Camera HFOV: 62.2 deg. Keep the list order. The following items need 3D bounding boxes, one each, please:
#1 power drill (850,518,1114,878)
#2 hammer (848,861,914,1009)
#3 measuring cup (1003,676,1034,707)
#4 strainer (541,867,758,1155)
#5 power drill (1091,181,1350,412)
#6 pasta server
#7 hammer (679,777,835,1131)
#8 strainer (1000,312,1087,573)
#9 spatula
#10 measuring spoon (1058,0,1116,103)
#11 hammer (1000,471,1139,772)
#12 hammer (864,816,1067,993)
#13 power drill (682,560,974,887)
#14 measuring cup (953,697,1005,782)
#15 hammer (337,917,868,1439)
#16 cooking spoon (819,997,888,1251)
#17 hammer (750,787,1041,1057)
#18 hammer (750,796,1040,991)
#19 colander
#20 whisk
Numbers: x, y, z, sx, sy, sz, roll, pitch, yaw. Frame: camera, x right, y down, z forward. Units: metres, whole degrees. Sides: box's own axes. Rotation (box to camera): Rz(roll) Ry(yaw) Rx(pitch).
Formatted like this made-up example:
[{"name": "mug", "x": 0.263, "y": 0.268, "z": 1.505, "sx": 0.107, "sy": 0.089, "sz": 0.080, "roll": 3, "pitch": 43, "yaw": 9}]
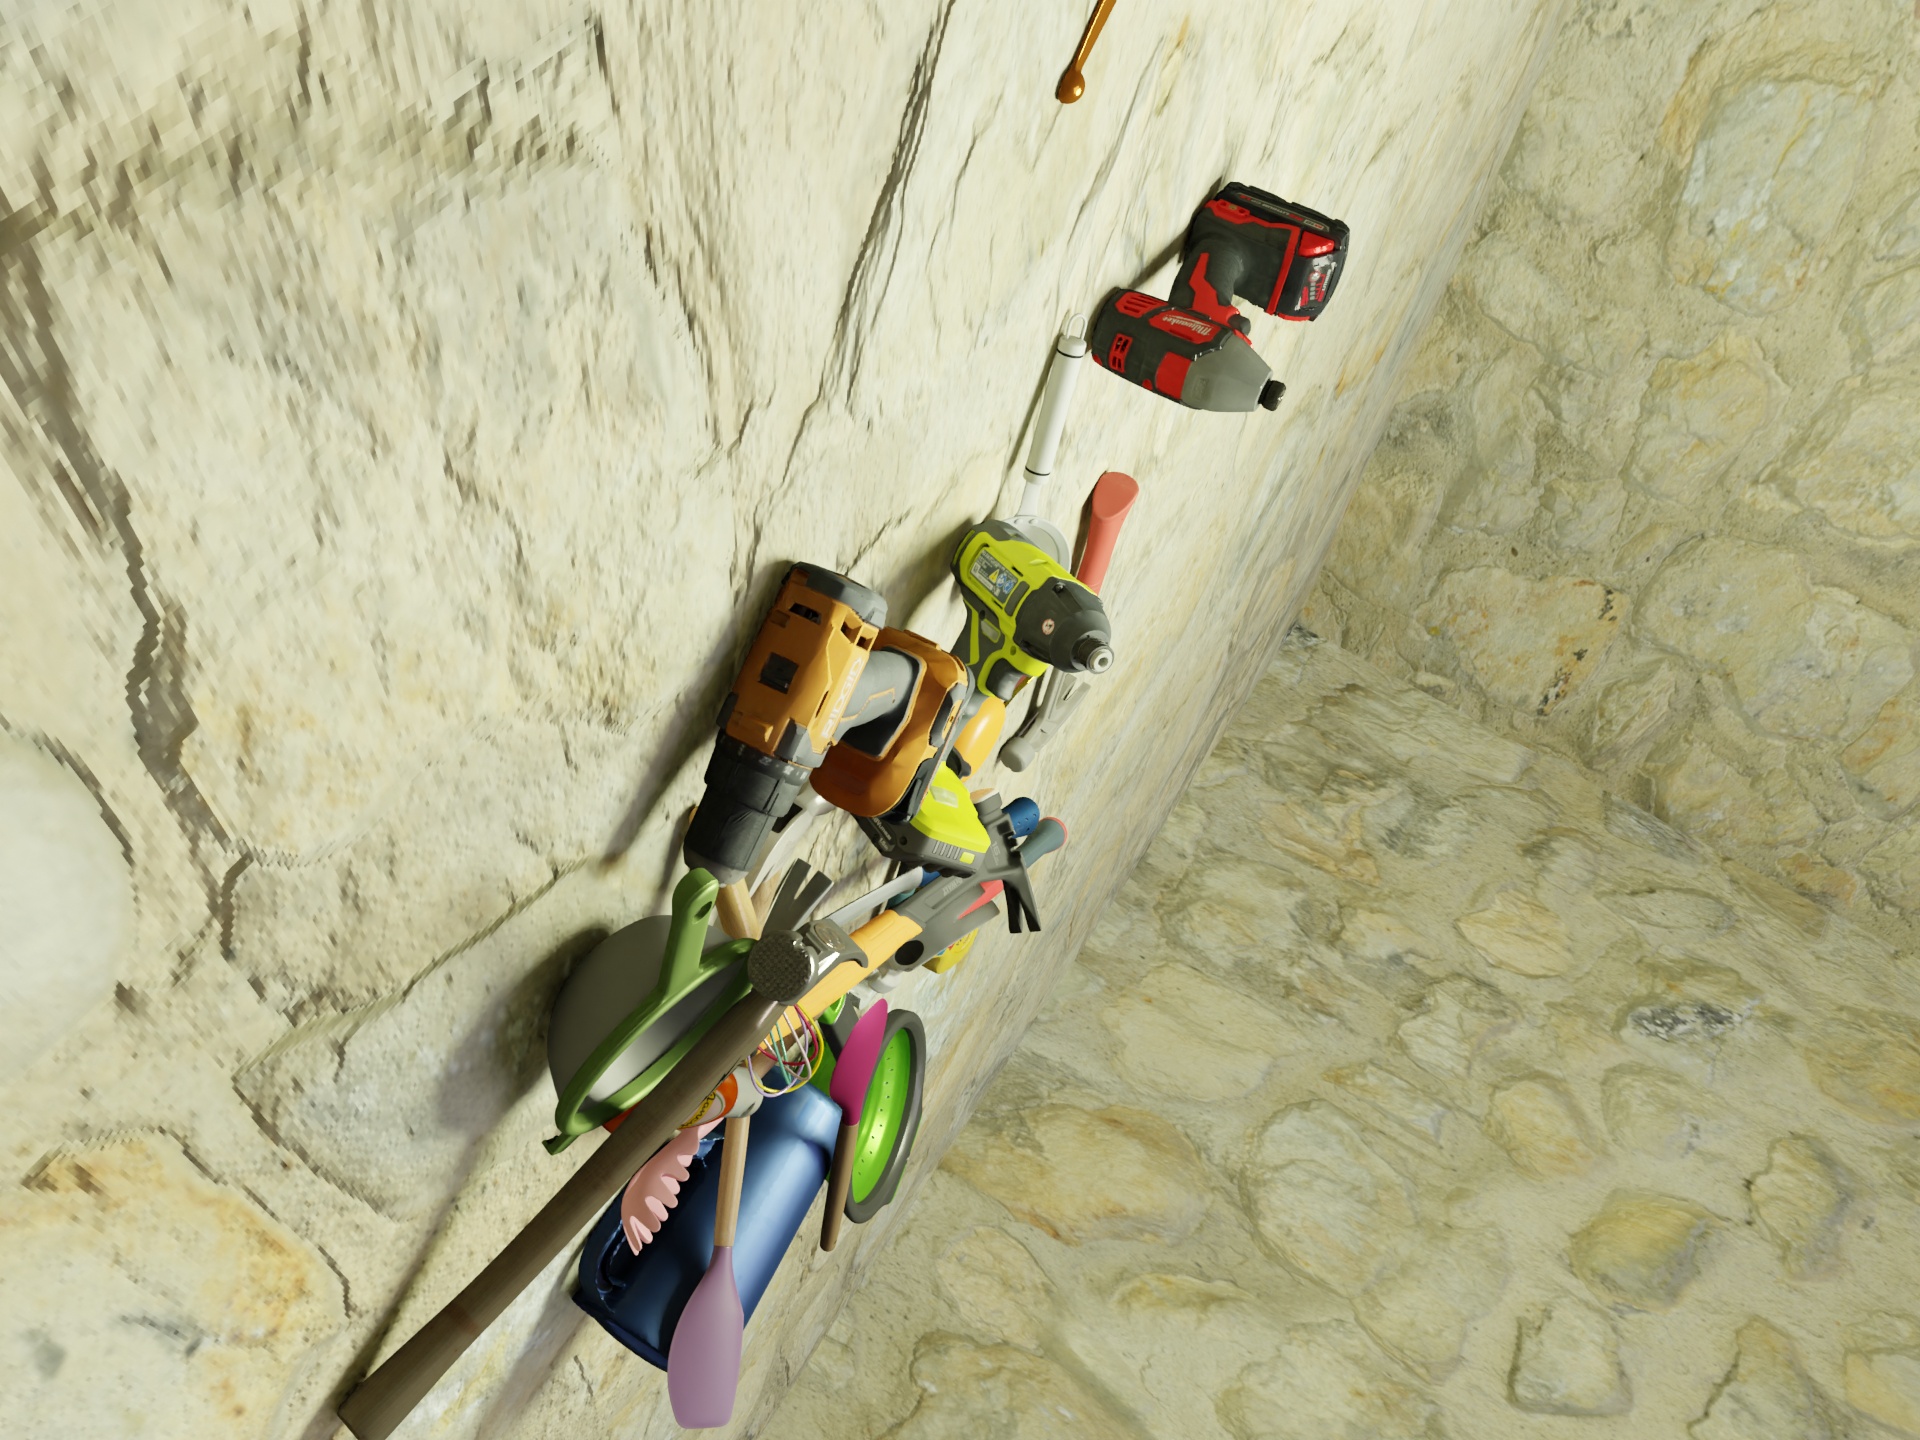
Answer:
[{"name": "power drill", "x": 0.012, "y": -0.010, "z": 1.098, "sx": 0.080, "sy": 0.171, "sz": 0.223, "roll": 19, "pitch": 108, "yaw": -37}, {"name": "hammer", "x": -0.047, "y": 0.141, "z": 1.466, "sx": 0.128, "sy": 0.033, "sz": 0.330, "roll": -43, "pitch": 158, "yaw": -54}, {"name": "measuring cup", "x": 0.026, "y": -0.018, "z": 1.430, "sx": 0.156, "sy": 0.029, "sz": 0.062, "roll": -51, "pitch": 169, "yaw": 16}, {"name": "strainer", "x": -0.174, "y": 0.131, "z": 0.865, "sx": 0.151, "sy": 0.069, "sz": 0.256, "roll": -37, "pitch": 163, "yaw": -34}, {"name": "power drill", "x": 0.204, "y": -0.307, "z": 1.187, "sx": 0.220, "sy": 0.143, "sz": 0.078, "roll": -52, "pitch": 162, "yaw": -38}, {"name": "pasta server", "x": -0.148, "y": 0.268, "z": 1.209, "sx": 0.316, "sy": 0.040, "sz": 0.060, "roll": -46, "pitch": 174, "yaw": -30}, {"name": "hammer", "x": -0.164, "y": 0.185, "z": 1.135, "sx": 0.130, "sy": 0.031, "sz": 0.331, "roll": -43, "pitch": 159, "yaw": -51}, {"name": "strainer", "x": 0.054, "y": -0.172, "z": 1.149, "sx": 0.086, "sy": 0.050, "sz": 0.258, "roll": 0, "pitch": 126, "yaw": -22}, {"name": "spatula", "x": -0.182, "y": 0.377, "z": 1.224, "sx": 0.018, "sy": 0.059, "sz": 0.316, "roll": -13, "pitch": -112, "yaw": 57}, {"name": "measuring spoon", "x": 0.084, "y": -0.387, "z": 0.857, "sx": 0.117, "sy": 0.011, "sz": 0.021, "roll": -63, "pitch": 166, "yaw": 13}, {"name": "hammer", "x": 0.116, "y": -0.102, "z": 1.532, "sx": 0.149, "sy": 0.037, "sz": 0.358, "roll": -49, "pitch": 164, "yaw": -37}, {"name": "hammer", "x": 0.040, "y": 0.150, "z": 1.526, "sx": 0.143, "sy": 0.038, "sz": 0.386, "roll": -37, "pitch": 177, "yaw": 25}, {"name": "power drill", "x": -0.080, "y": 0.014, "z": 0.955, "sx": 0.185, "sy": 0.084, "sz": 0.226, "roll": -66, "pitch": 163, "yaw": 0}, {"name": "measuring cup", "x": -0.002, "y": -0.004, "z": 1.272, "sx": 0.095, "sy": 0.052, "sz": 0.173, "roll": -56, "pitch": 168, "yaw": -15}, {"name": "hammer", "x": -0.213, "y": 0.273, "z": 0.940, "sx": 0.410, "sy": 0.038, "sz": 0.146, "roll": -46, "pitch": 169, "yaw": 4}, {"name": "cooking spoon", "x": -0.091, "y": 0.337, "z": 1.284, "sx": 0.069, "sy": 0.017, "sz": 0.318, "roll": -41, "pitch": 152, "yaw": -44}, {"name": "hammer", "x": -0.055, "y": 0.169, "z": 1.203, "sx": 0.337, "sy": 0.034, "sz": 0.127, "roll": -29, "pitch": 105, "yaw": -48}, {"name": "hammer", "x": -0.042, "y": 0.131, "z": 1.347, "sx": 0.405, "sy": 0.035, "sz": 0.144, "roll": -23, "pitch": 141, "yaw": -56}, {"name": "colander", "x": -0.121, "y": 0.326, "z": 1.475, "sx": 0.396, "sy": 0.094, "sz": 0.205, "roll": 77, "pitch": 29, "yaw": -53}, {"name": "whisk", "x": -0.130, "y": 0.149, "z": 1.007, "sx": 0.051, "sy": 0.047, "sz": 0.244, "roll": -89, "pitch": 170, "yaw": -54}]
